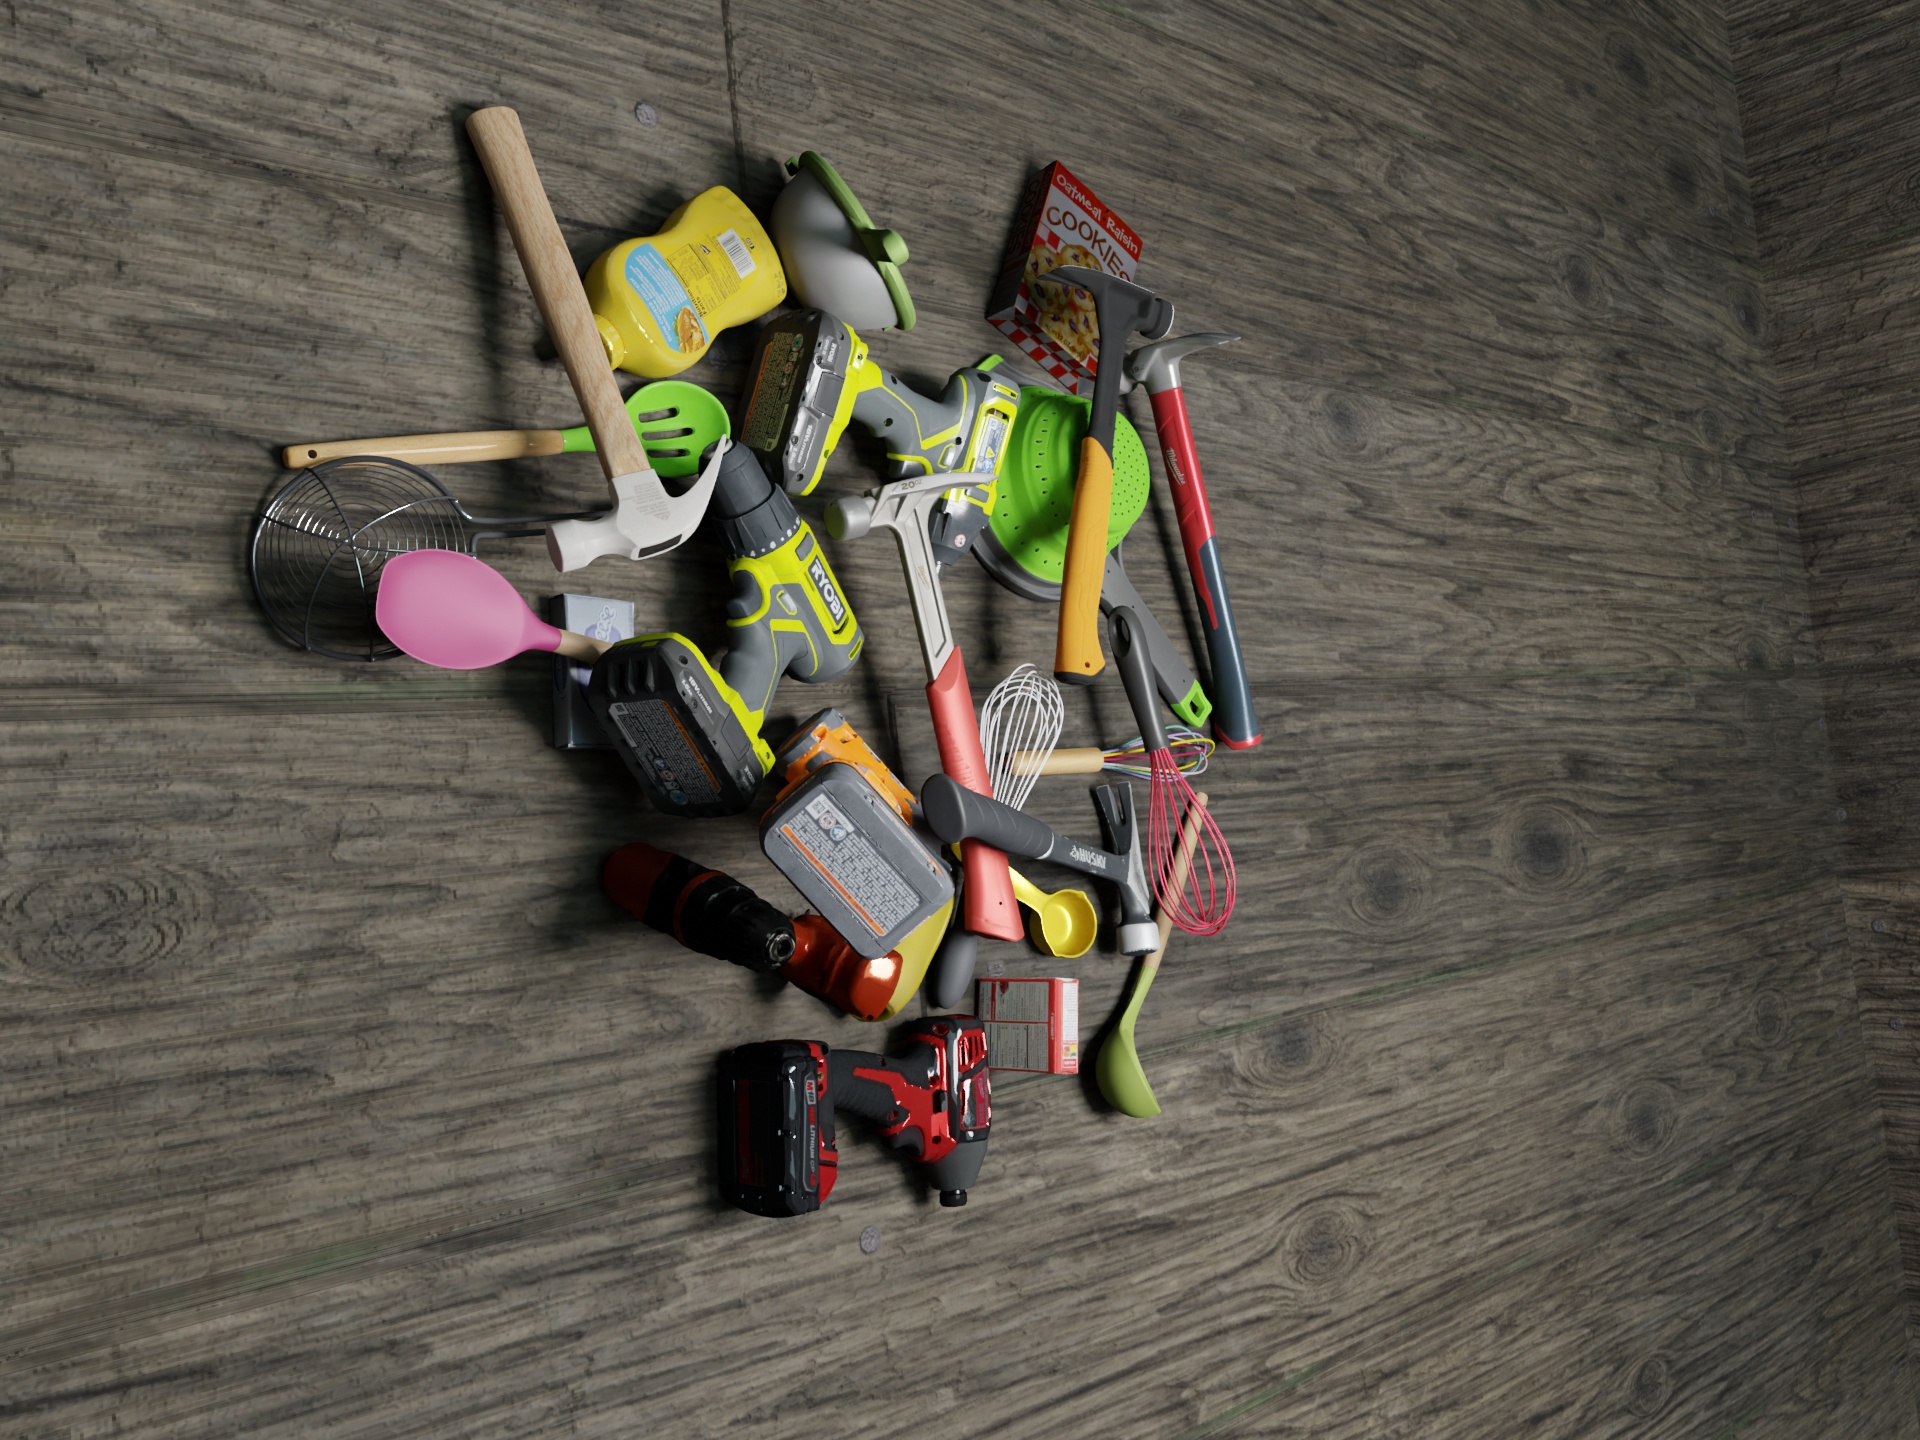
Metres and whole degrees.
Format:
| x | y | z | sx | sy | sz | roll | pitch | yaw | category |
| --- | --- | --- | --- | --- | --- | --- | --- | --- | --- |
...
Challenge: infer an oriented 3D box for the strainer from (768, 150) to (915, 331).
| x | y | z | sx | sy | sz | roll | pitch | yaw | category |
| --- | --- | --- | --- | --- | --- | --- | --- | --- | --- |
| -0.089 | -0.332 | 1.158 | 0.069 | 0.256 | 0.151 | -33 | 111 | -1 | strainer |

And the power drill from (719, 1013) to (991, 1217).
| x | y | z | sx | sy | sz | roll | pitch | yaw | category |
| --- | --- | --- | --- | --- | --- | --- | --- | --- | --- |
| -0.064 | 0.292 | 1.157 | 0.219 | 0.078 | 0.143 | 5 | 80 | -45 | power drill |

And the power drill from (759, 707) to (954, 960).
| x | y | z | sx | sy | sz | roll | pitch | yaw | category |
| --- | --- | --- | --- | --- | --- | --- | --- | --- | --- |
| -0.061 | 0.082 | 1.095 | 0.084 | 0.226 | 0.164 | -41 | 100 | 5 | power drill |

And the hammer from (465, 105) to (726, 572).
| x | y | z | sx | sy | sz | roll | pitch | yaw | category |
| --- | --- | --- | --- | --- | --- | --- | --- | --- | --- |
| -0.252 | -0.259 | 1.041 | 0.130 | 0.031 | 0.331 | -17 | 77 | -24 | hammer |

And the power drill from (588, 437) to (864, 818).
| x | y | z | sx | sy | sz | roll | pitch | yaw | category |
| --- | --- | --- | --- | --- | --- | --- | --- | --- | --- |
| -0.157 | -0.064 | 1.084 | 0.190 | 0.080 | 0.229 | 64 | 34 | -32 | power drill |

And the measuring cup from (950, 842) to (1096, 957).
| x | y | z | sx | sy | sz | roll | pitch | yaw | category |
| --- | --- | --- | --- | --- | --- | --- | --- | --- | --- |
| 0.047 | 0.144 | 1.321 | 0.156 | 0.029 | 0.062 | 36 | 63 | -19 | measuring cup |

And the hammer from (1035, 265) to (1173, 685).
| x | y | z | sx | sy | sz | roll | pitch | yaw | category |
| --- | --- | --- | --- | --- | --- | --- | --- | --- | --- |
| 0.104 | -0.196 | 1.289 | 0.127 | 0.034 | 0.337 | 11 | 82 | -35 | hammer |

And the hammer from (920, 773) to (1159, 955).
| x | y | z | sx | sy | sz | roll | pitch | yaw | category |
| --- | --- | --- | --- | --- | --- | --- | --- | --- | --- |
| 0.070 | 0.091 | 1.223 | 0.408 | 0.036 | 0.149 | 27 | 54 | -62 | hammer |

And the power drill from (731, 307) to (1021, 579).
| x | y | z | sx | sy | sz | roll | pitch | yaw | category |
| --- | --- | --- | --- | --- | --- | --- | --- | --- | --- |
| -0.060 | -0.211 | 1.231 | 0.223 | 0.080 | 0.171 | 15 | 92 | -43 | power drill |

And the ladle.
| x | y | z | sx | sy | sz | roll | pitch | yaw | category |
| --- | --- | --- | --- | --- | --- | --- | --- | --- | --- |
| 0.186 | 0.200 | 1.412 | 0.320 | 0.062 | 0.078 | -68 | 149 | -30 | ladle |

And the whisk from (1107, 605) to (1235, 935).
| x | y | z | sx | sy | sz | roll | pitch | yaw | category |
| --- | --- | --- | --- | --- | --- | --- | --- | --- | --- |
| 0.177 | 0.043 | 1.375 | 0.073 | 0.073 | 0.296 | -15 | 89 | -43 | whisk |

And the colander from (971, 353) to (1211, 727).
| x | y | z | sx | sy | sz | roll | pitch | yaw | category |
| --- | --- | --- | --- | --- | --- | --- | --- | --- | --- |
| 0.141 | -0.150 | 1.402 | 0.396 | 0.094 | 0.204 | 52 | 53 | -23 | colander |

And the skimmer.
| x | y | z | sx | sy | sz | roll | pitch | yaw | category |
| --- | --- | --- | --- | --- | --- | --- | --- | --- | --- |
| -0.281 | -0.120 | 1.057 | 0.363 | 0.090 | 0.127 | -16 | 83 | -53 | skimmer |

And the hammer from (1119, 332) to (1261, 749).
| x | y | z | sx | sy | sz | roll | pitch | yaw | category |
| --- | --- | --- | --- | --- | --- | --- | --- | --- | --- |
| 0.235 | -0.161 | 1.472 | 0.038 | 0.143 | 0.386 | -23 | 103 | -39 | hammer |

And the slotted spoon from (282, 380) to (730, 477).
| x | y | z | sx | sy | sz | roll | pitch | yaw | category |
| --- | --- | --- | --- | --- | --- | --- | --- | --- | --- |
| -0.292 | -0.187 | 1.061 | 0.313 | 0.031 | 0.070 | -14 | 92 | -41 | slotted spoon |

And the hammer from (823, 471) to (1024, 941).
| x | y | z | sx | sy | sz | roll | pitch | yaw | category |
| --- | --- | --- | --- | --- | --- | --- | --- | --- | --- |
| 0.001 | -0.007 | 1.213 | 0.149 | 0.037 | 0.359 | -17 | 97 | -36 | hammer |

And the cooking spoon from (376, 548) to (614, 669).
| x | y | z | sx | sy | sz | roll | pitch | yaw | category |
| --- | --- | --- | --- | --- | --- | --- | --- | --- | --- |
| -0.245 | -0.047 | 1.029 | 0.318 | 0.017 | 0.069 | 18 | 78 | -56 | cooking spoon |

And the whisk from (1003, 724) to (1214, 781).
| x | y | z | sx | sy | sz | roll | pitch | yaw | category |
| --- | --- | --- | --- | --- | --- | --- | --- | --- | --- |
| 0.137 | 0.031 | 1.404 | 0.244 | 0.047 | 0.051 | -1 | 85 | -39 | whisk |

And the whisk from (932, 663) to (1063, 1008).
| x | y | z | sx | sy | sz | roll | pitch | yaw | category |
| --- | --- | --- | --- | --- | --- | --- | --- | --- | --- |
| 0.025 | 0.091 | 1.271 | 0.070 | 0.070 | 0.285 | 22 | 79 | -38 | whisk |
